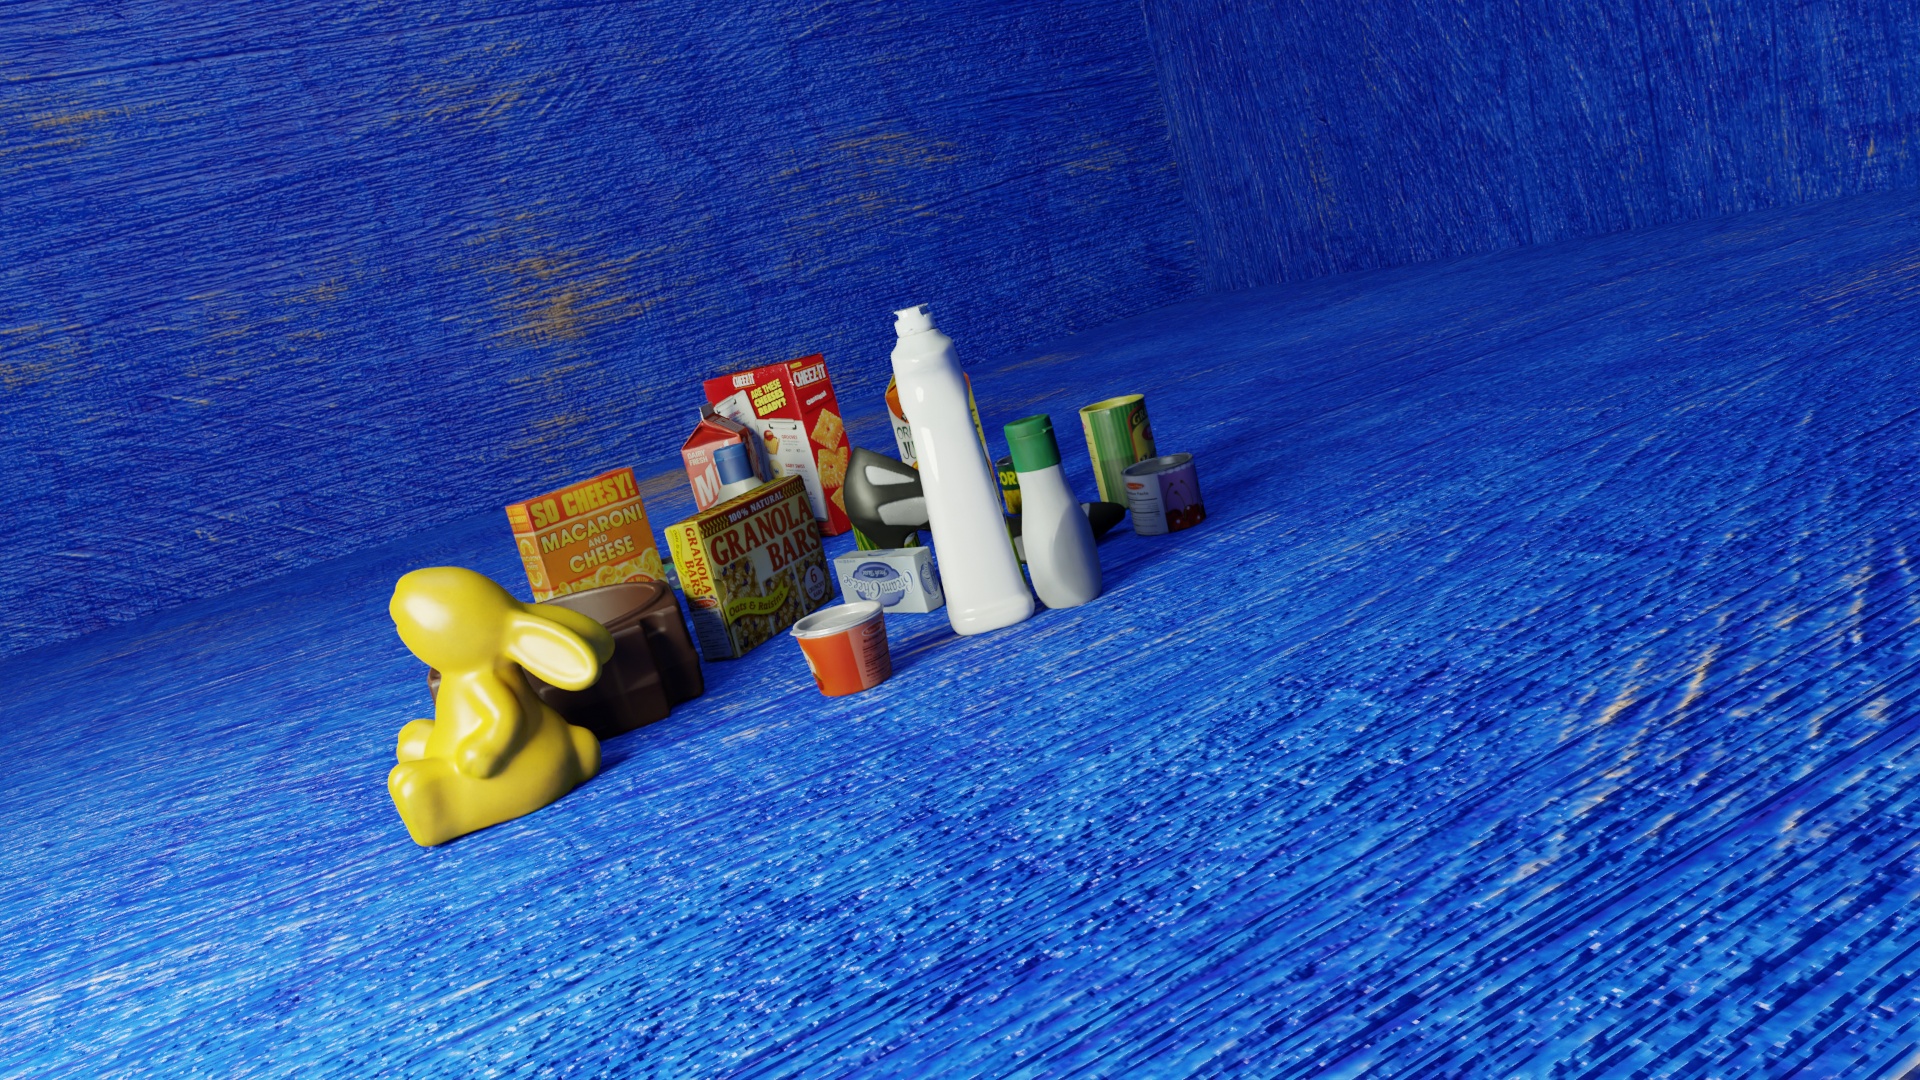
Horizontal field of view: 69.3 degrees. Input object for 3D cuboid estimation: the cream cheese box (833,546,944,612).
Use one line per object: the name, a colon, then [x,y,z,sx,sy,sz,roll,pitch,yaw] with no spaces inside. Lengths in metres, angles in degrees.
cream cheese box: [-0.062,0.035,1.203,0.103,0.053,0.024,-4,15,44]

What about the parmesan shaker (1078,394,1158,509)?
parmesan shaker: [0.163,-0.089,1.387,0.071,0.103,0.071,-14,11,3]

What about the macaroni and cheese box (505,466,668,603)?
macaroni and cheese box: [-0.349,0.027,1.327,0.040,0.166,0.124,-5,15,44]

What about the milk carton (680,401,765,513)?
milk carton: [-0.273,-0.068,1.632,0.073,0.190,0.072,-15,11,3]

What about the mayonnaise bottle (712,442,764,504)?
mayonnaise bottle: [-0.229,-0.031,1.499,0.064,0.147,0.041,-7,13,35]

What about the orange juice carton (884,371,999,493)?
orange juice carton: [-0.024,-0.123,1.570,0.072,0.192,0.073,-23,13,-35]

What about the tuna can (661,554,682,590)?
tuna can: [-0.315,0.032,1.602,0.071,0.032,0.071,-14,11,3]

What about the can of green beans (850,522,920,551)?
can of green beans: [-0.080,-0.014,1.456,0.071,0.057,0.071,-14,11,3]

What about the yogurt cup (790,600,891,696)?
yogurt cup: [-0.083,0.079,1.014,0.072,0.054,0.072,-14,11,3]

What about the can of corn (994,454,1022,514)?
can of corn: [0.074,-0.064,1.499,0.071,0.058,0.071,-14,11,3]

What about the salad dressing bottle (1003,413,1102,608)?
salad dressing bottle: [0.070,-0.023,1.073,0.044,0.147,0.064,-6,14,41]

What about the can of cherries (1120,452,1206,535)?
can of cherries: [0.185,-0.042,1.246,0.071,0.058,0.071,-14,11,3]

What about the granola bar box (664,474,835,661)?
granola bar box: [-0.184,0.021,1.248,0.039,0.124,0.166,-9,12,29]
